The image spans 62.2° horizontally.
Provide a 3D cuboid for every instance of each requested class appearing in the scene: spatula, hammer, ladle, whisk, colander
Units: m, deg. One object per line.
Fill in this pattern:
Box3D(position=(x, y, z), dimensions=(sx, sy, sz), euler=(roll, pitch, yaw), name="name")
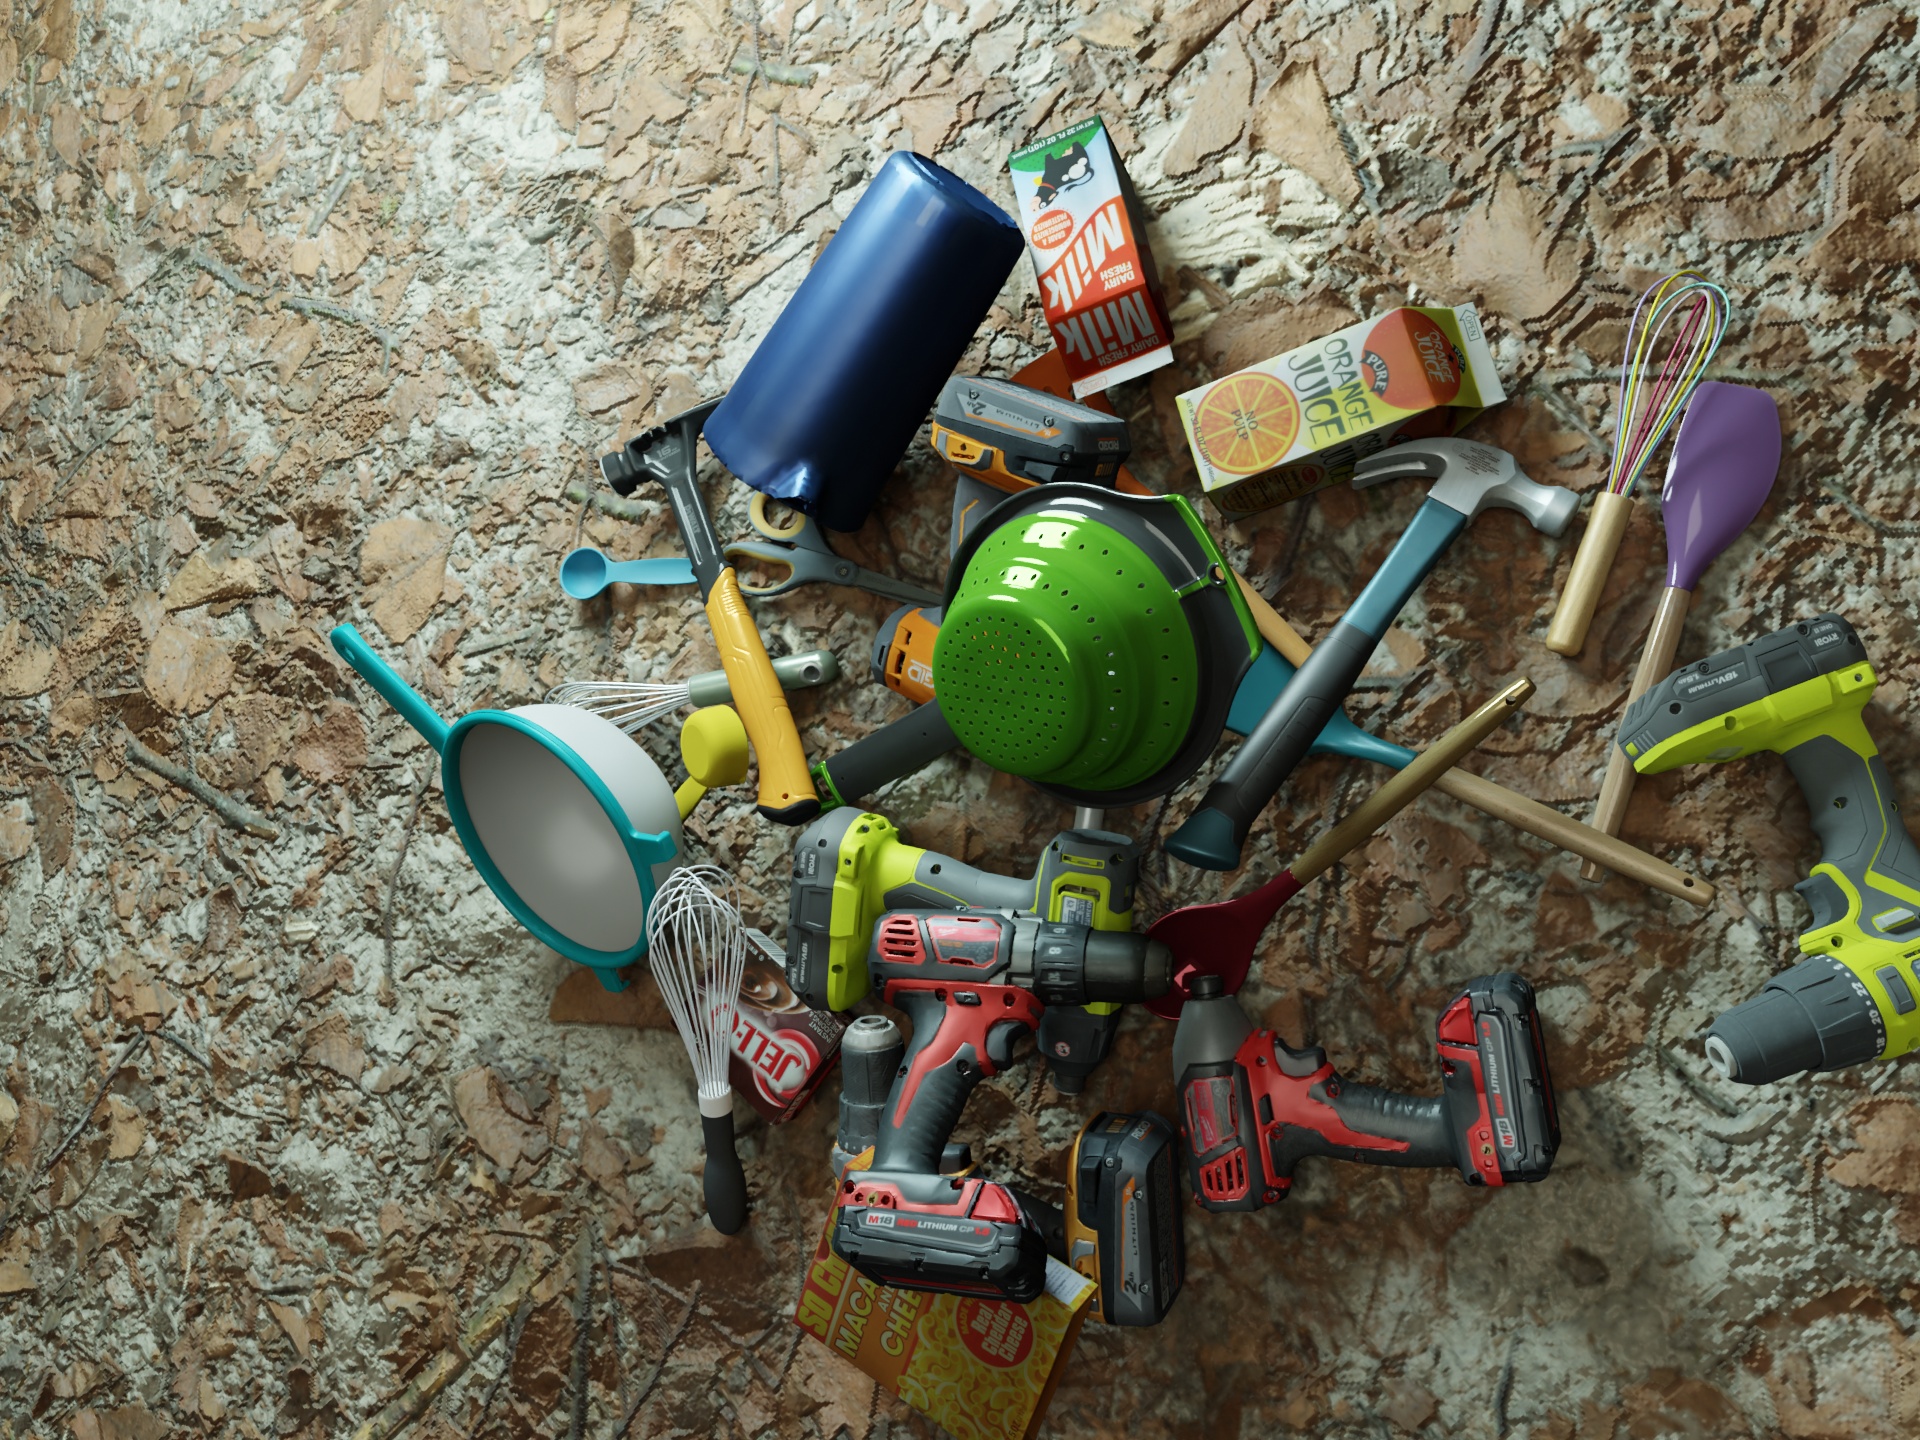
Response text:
Box3D(position=(0.141, -0.131, 1.059), dimensions=(0.081, 0.041, 0.323), euler=(-37, 62, -6), name="spatula")
Box3D(position=(0.237, -0.042, 0.974), dimensions=(0.128, 0.033, 0.331), euler=(34, 77, 21), name="hammer")
Box3D(position=(0.300, 0.034, 0.970), dimensions=(0.318, 0.044, 0.082), euler=(27, 71, 28), name="spatula")
Box3D(position=(0.225, 0.079, 0.977), dimensions=(0.069, 0.031, 0.315), euler=(47, 113, 4), name="ladle")
Box3D(position=(-0.206, -0.020, 1.193), dimensions=(0.246, 0.059, 0.057), euler=(-11, 114, 16), name="whisk")
Box3D(position=(-0.161, -0.081, 1.158), dimensions=(0.127, 0.034, 0.337), euler=(-25, 69, 9), name="hammer")
Box3D(position=(0.427, -0.053, 0.957), dimensions=(0.060, 0.018, 0.316), euler=(18, 87, 21), name="spatula")
Box3D(position=(0.412, -0.155, 0.971), dimensions=(0.051, 0.047, 0.245), euler=(21, 94, 35), name="whisk")
Box3D(position=(-0.002, -0.003, 0.998), dimensions=(0.397, 0.094, 0.204), euler=(-29, 89, 43), name="colander")
Box3D(position=(-0.168, 0.229, 1.079), dimensions=(0.070, 0.070, 0.284), euler=(6, 112, 22), name="whisk")

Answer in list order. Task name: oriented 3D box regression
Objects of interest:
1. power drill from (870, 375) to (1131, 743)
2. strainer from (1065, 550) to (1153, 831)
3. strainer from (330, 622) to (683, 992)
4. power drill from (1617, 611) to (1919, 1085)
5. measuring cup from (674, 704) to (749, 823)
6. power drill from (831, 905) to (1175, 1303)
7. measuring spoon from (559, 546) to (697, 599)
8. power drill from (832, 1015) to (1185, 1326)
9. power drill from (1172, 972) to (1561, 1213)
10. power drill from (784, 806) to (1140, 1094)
Box3D(position=(0.036, -0.098, 1.056), dimensions=(0.164, 0.084, 0.226), euler=(26, 113, 29), name="power drill")
Box3D(position=(0.097, -0.002, 1.070), dimensions=(0.087, 0.050, 0.258), euler=(9, 90, 43), name="strainer")
Box3D(position=(-0.317, 0.027, 1.167), dimensions=(0.340, 0.095, 0.211), euler=(41, 137, 13), name="strainer")
Box3D(position=(0.461, 0.074, 0.869), dimensions=(0.190, 0.080, 0.229), euler=(-20, 73, -3), name="power drill")
Box3D(position=(-0.197, 0.045, 1.141), dimensions=(0.156, 0.029, 0.062), euler=(-47, 62, 45), name="measuring cup")
Box3D(position=(0.025, 0.217, 0.938), dimensions=(0.188, 0.080, 0.227), euler=(1, 60, 16), name="power drill")
Box3D(position=(-0.250, -0.114, 1.243), dimensions=(0.128, 0.021, 0.042), euler=(0, 80, 13), name="measuring spoon")
Box3D(position=(0.021, 0.284, 1.013), dimensions=(0.226, 0.084, 0.185), euler=(-1, 97, 24), name="power drill")
Box3D(position=(0.235, 0.216, 0.957), dimensions=(0.220, 0.078, 0.143), euler=(-12, 82, 23), name="power drill")
Box3D(position=(0.001, 0.148, 1.057), dimensions=(0.223, 0.080, 0.171), euler=(8, 99, 20), name="power drill")
